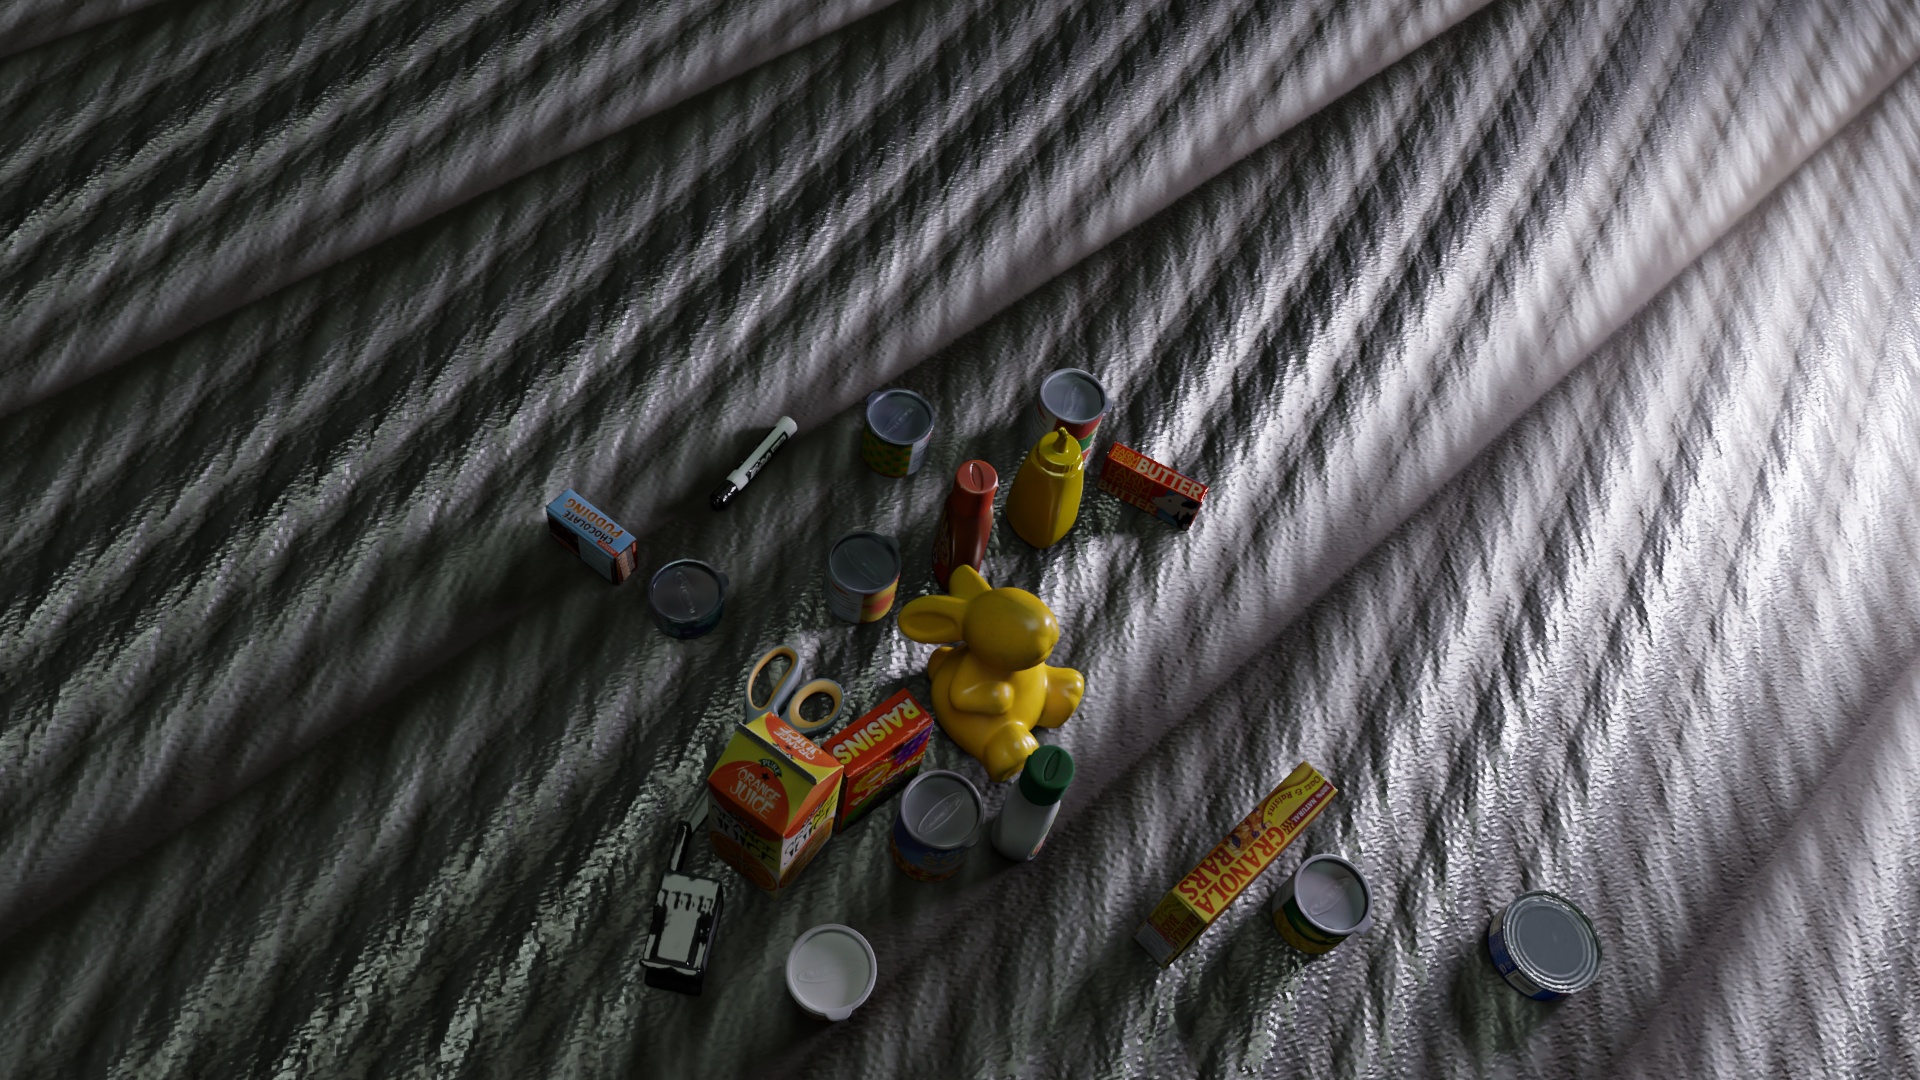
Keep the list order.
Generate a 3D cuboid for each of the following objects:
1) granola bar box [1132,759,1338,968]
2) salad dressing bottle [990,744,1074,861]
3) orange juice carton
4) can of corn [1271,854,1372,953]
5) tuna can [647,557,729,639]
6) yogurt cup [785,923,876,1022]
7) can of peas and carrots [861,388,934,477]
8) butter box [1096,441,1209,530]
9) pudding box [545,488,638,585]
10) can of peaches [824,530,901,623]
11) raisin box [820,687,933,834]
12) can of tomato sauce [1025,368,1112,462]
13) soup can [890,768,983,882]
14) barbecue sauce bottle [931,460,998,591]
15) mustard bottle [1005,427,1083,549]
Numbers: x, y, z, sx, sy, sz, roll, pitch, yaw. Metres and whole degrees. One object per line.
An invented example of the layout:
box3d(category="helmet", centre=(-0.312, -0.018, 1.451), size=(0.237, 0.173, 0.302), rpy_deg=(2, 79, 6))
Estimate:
box3d(category="granola bar box", centre=(0.220, 0.261, 1.115), size=(0.166, 0.123, 0.039), rpy_deg=(-36, 70, -27))
box3d(category="salad dressing bottle", centre=(0.058, 0.209, 1.107), size=(0.044, 0.147, 0.064), rpy_deg=(24, 57, 6))
box3d(category="orange juice carton", centre=(-0.142, 0.197, 1.054), size=(0.072, 0.191, 0.073), rpy_deg=(34, 59, 12))
box3d(category="can of corn", centre=(0.298, 0.301, 1.141), size=(0.071, 0.058, 0.071), rpy_deg=(4, 57, -7))
box3d(category="tuna can", centre=(-0.239, 0.051, 1.227), size=(0.071, 0.032, 0.071), rpy_deg=(4, 57, -7))
box3d(category="yogurt cup", centre=(-0.100, 0.333, 1.056), size=(0.072, 0.053, 0.073), rpy_deg=(4, 57, -7))
box3d(category="can of peas and carrots", centre=(-0.063, -0.104, 1.341), size=(0.071, 0.058, 0.071), rpy_deg=(4, 57, -7))
box3d(category="butter box", centre=(0.186, -0.052, 1.353), size=(0.103, 0.052, 0.024), rpy_deg=(27, 58, 8))
box3d(category="pudding box", centre=(-0.328, -0.003, 1.236), size=(0.084, 0.049, 0.030), rpy_deg=(35, 59, 13))
box3d(category="can of peaches", centre=(-0.087, 0.032, 1.249), size=(0.071, 0.057, 0.071), rpy_deg=(4, 57, -7))
box3d(category="raisin box", centre=(-0.072, 0.179, 1.118), size=(0.086, 0.122, 0.040), rpy_deg=(-31, 68, -25))
box3d(category="can of tomato sauce", centre=(0.105, -0.117, 1.363), size=(0.071, 0.082, 0.071), rpy_deg=(4, 57, -7))
box3d(category="soup can", centre=(-0.019, 0.233, 1.116), size=(0.071, 0.083, 0.072), rpy_deg=(4, 57, -7))
box3d(category="barbecue sauce bottle", centre=(0.004, -0.016, 1.241), size=(0.044, 0.147, 0.065), rpy_deg=(-3, 59, -12))
box3d(category="mustard bottle", centre=(0.083, -0.055, 1.273), size=(0.065, 0.159, 0.049), rpy_deg=(42, 61, 17))
